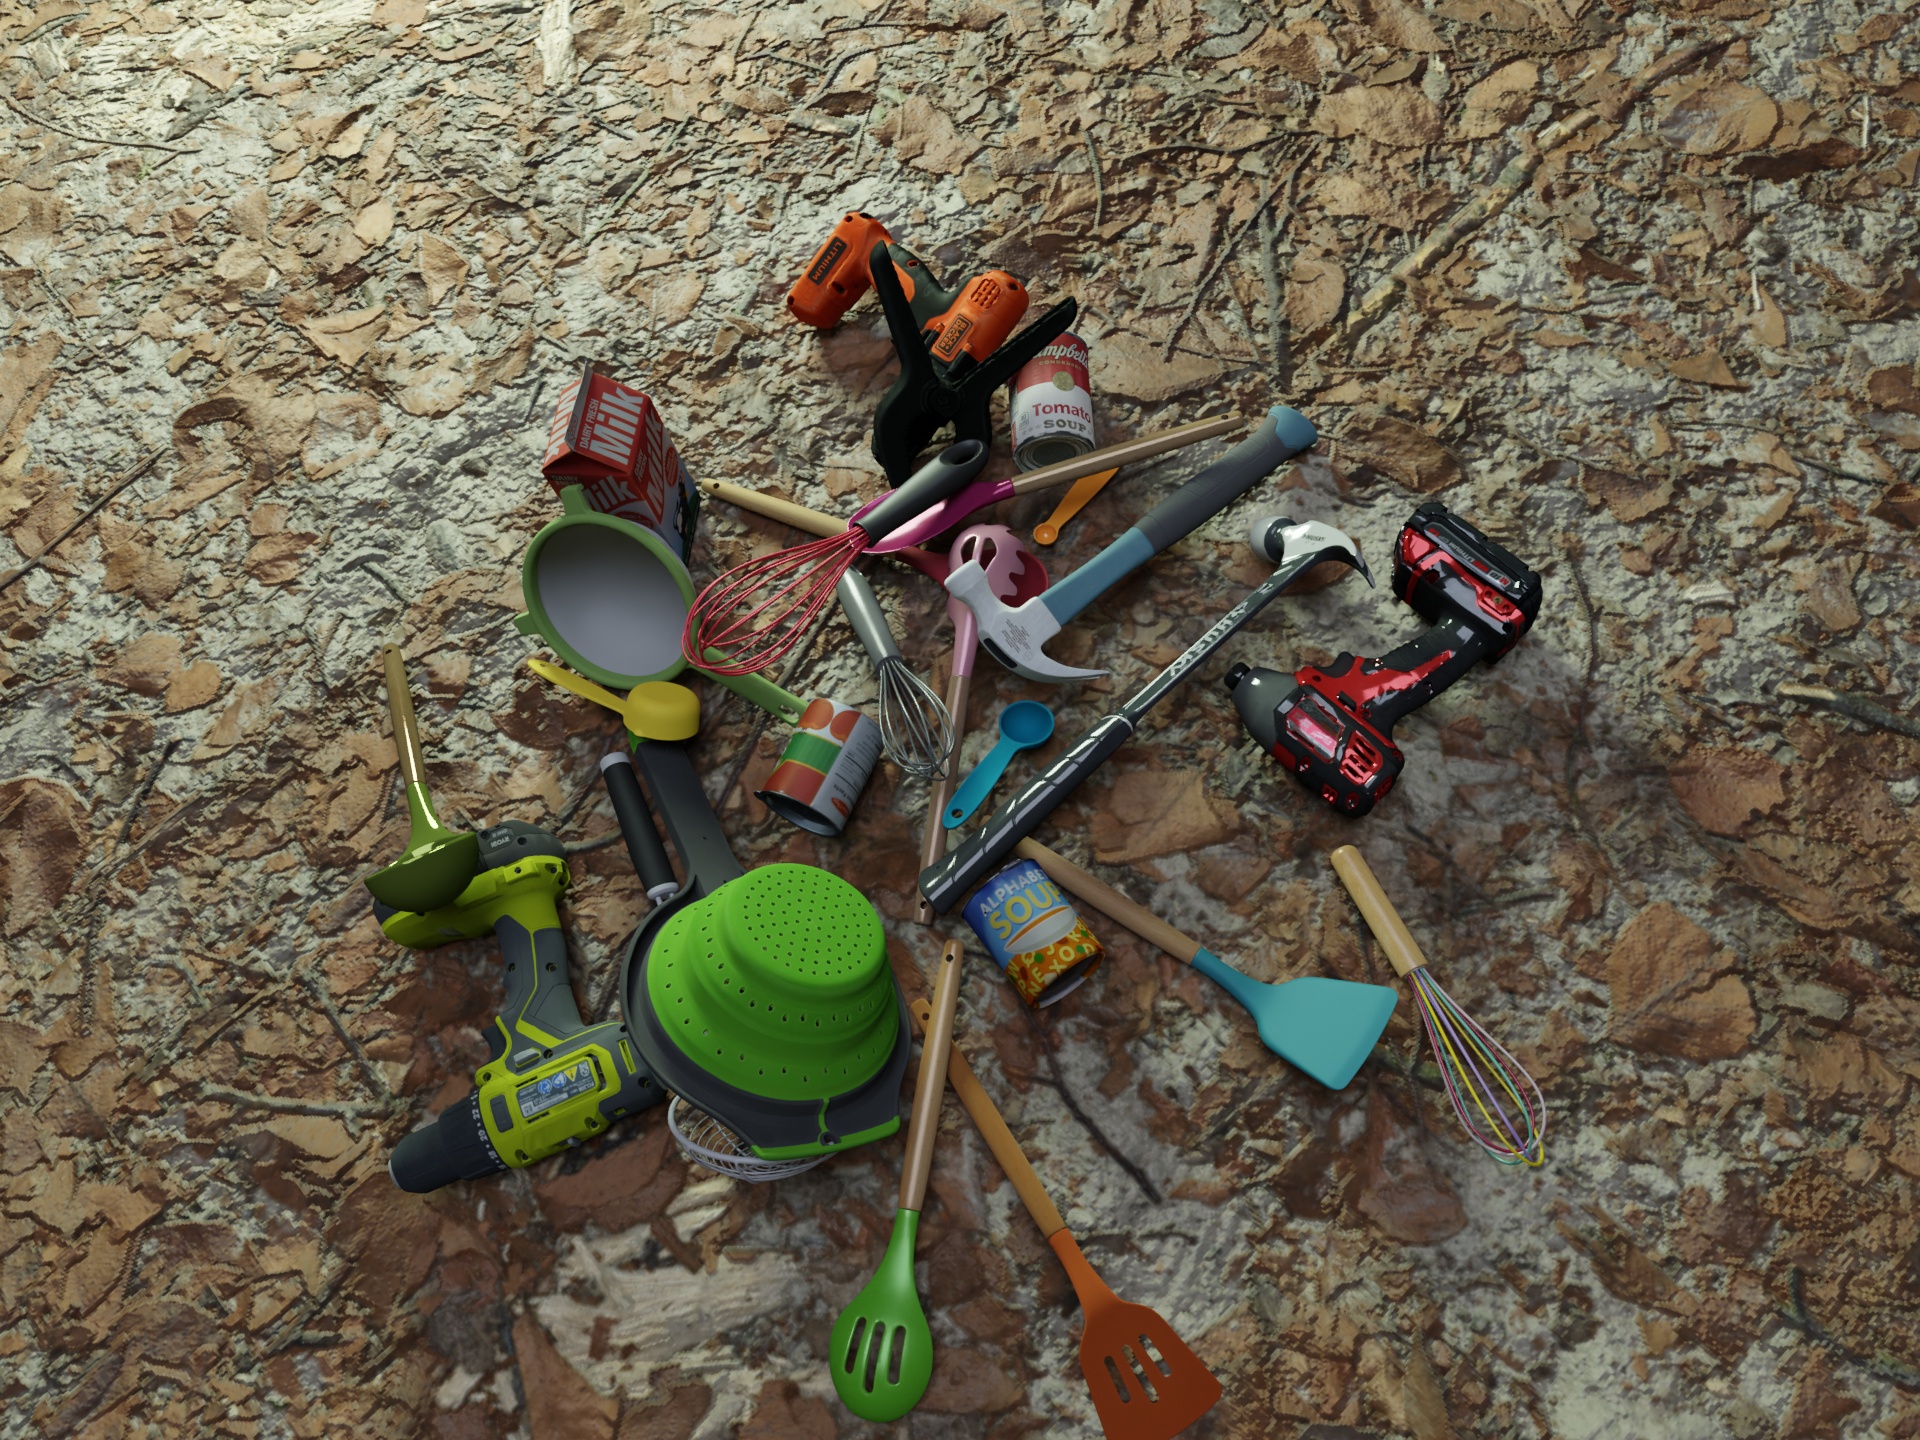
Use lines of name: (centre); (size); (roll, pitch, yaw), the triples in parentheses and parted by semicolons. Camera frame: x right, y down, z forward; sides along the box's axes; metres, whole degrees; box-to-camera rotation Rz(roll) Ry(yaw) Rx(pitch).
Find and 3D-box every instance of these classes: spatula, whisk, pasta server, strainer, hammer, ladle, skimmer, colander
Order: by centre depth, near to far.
spatula: (0.052, 0.321, 1.056); (0.081, 0.041, 0.323); (-31, 62, -7)
whisk: (0.320, 0.190, 1.076); (0.047, 0.051, 0.245); (-14, 59, -22)
colander: (-0.149, 0.106, 1.098); (0.204, 0.094, 0.398); (-2, 45, -34)
spatula: (0.144, 0.145, 1.111); (0.318, 0.044, 0.082); (31, 68, 20)
skimmer: (-0.183, 0.158, 1.119); (0.127, 0.090, 0.364); (-10, 59, -30)
hammer: (0.128, -0.006, 1.143); (0.409, 0.149, 0.036); (-42, 113, -9)
ladle: (-0.407, 0.026, 1.166); (0.078, 0.062, 0.321); (-24, 43, -7)
pasta server: (-0.002, -0.004, 1.187); (0.060, 0.040, 0.316); (5, 77, 15)
whisk: (-0.087, -0.127, 1.189); (0.296, 0.073, 0.073); (-39, 67, -22)
whisk: (-0.056, -0.042, 1.193); (0.055, 0.055, 0.239); (-23, 48, -4)
hammer: (0.149, -0.145, 1.218); (0.331, 0.033, 0.128); (-37, 94, -19)
strainer: (-0.213, -0.076, 1.235); (0.256, 0.151, 0.069); (31, 37, -1)
ladle: (-0.073, -0.143, 1.275); (0.315, 0.031, 0.069); (21, 74, 17)

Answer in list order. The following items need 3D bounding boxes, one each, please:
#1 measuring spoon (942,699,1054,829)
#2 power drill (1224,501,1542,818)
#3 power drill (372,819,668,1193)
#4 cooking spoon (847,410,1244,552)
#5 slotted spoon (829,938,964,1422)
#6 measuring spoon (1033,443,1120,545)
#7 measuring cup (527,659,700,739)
measuring spoon: (0.026, 0.037, 1.175); (0.042, 0.021, 0.129); (27, 61, 21)
power drill: (0.305, -0.047, 1.163); (0.220, 0.078, 0.143); (-45, 68, -10)
power drill: (-0.331, 0.204, 1.124); (0.190, 0.080, 0.229); (-24, 68, -4)
cooking spoon: (0.066, -0.188, 1.235); (0.319, 0.017, 0.069); (-17, 49, 2)
slotted spoon: (-0.032, 0.299, 1.059); (0.070, 0.031, 0.314); (5, 70, 15)
measuring spoon: (0.098, -0.181, 1.283); (0.021, 0.011, 0.117); (33, 70, 21)
measuring cup: (-0.268, -0.027, 1.219); (0.156, 0.062, 0.029); (23, 115, 19)
